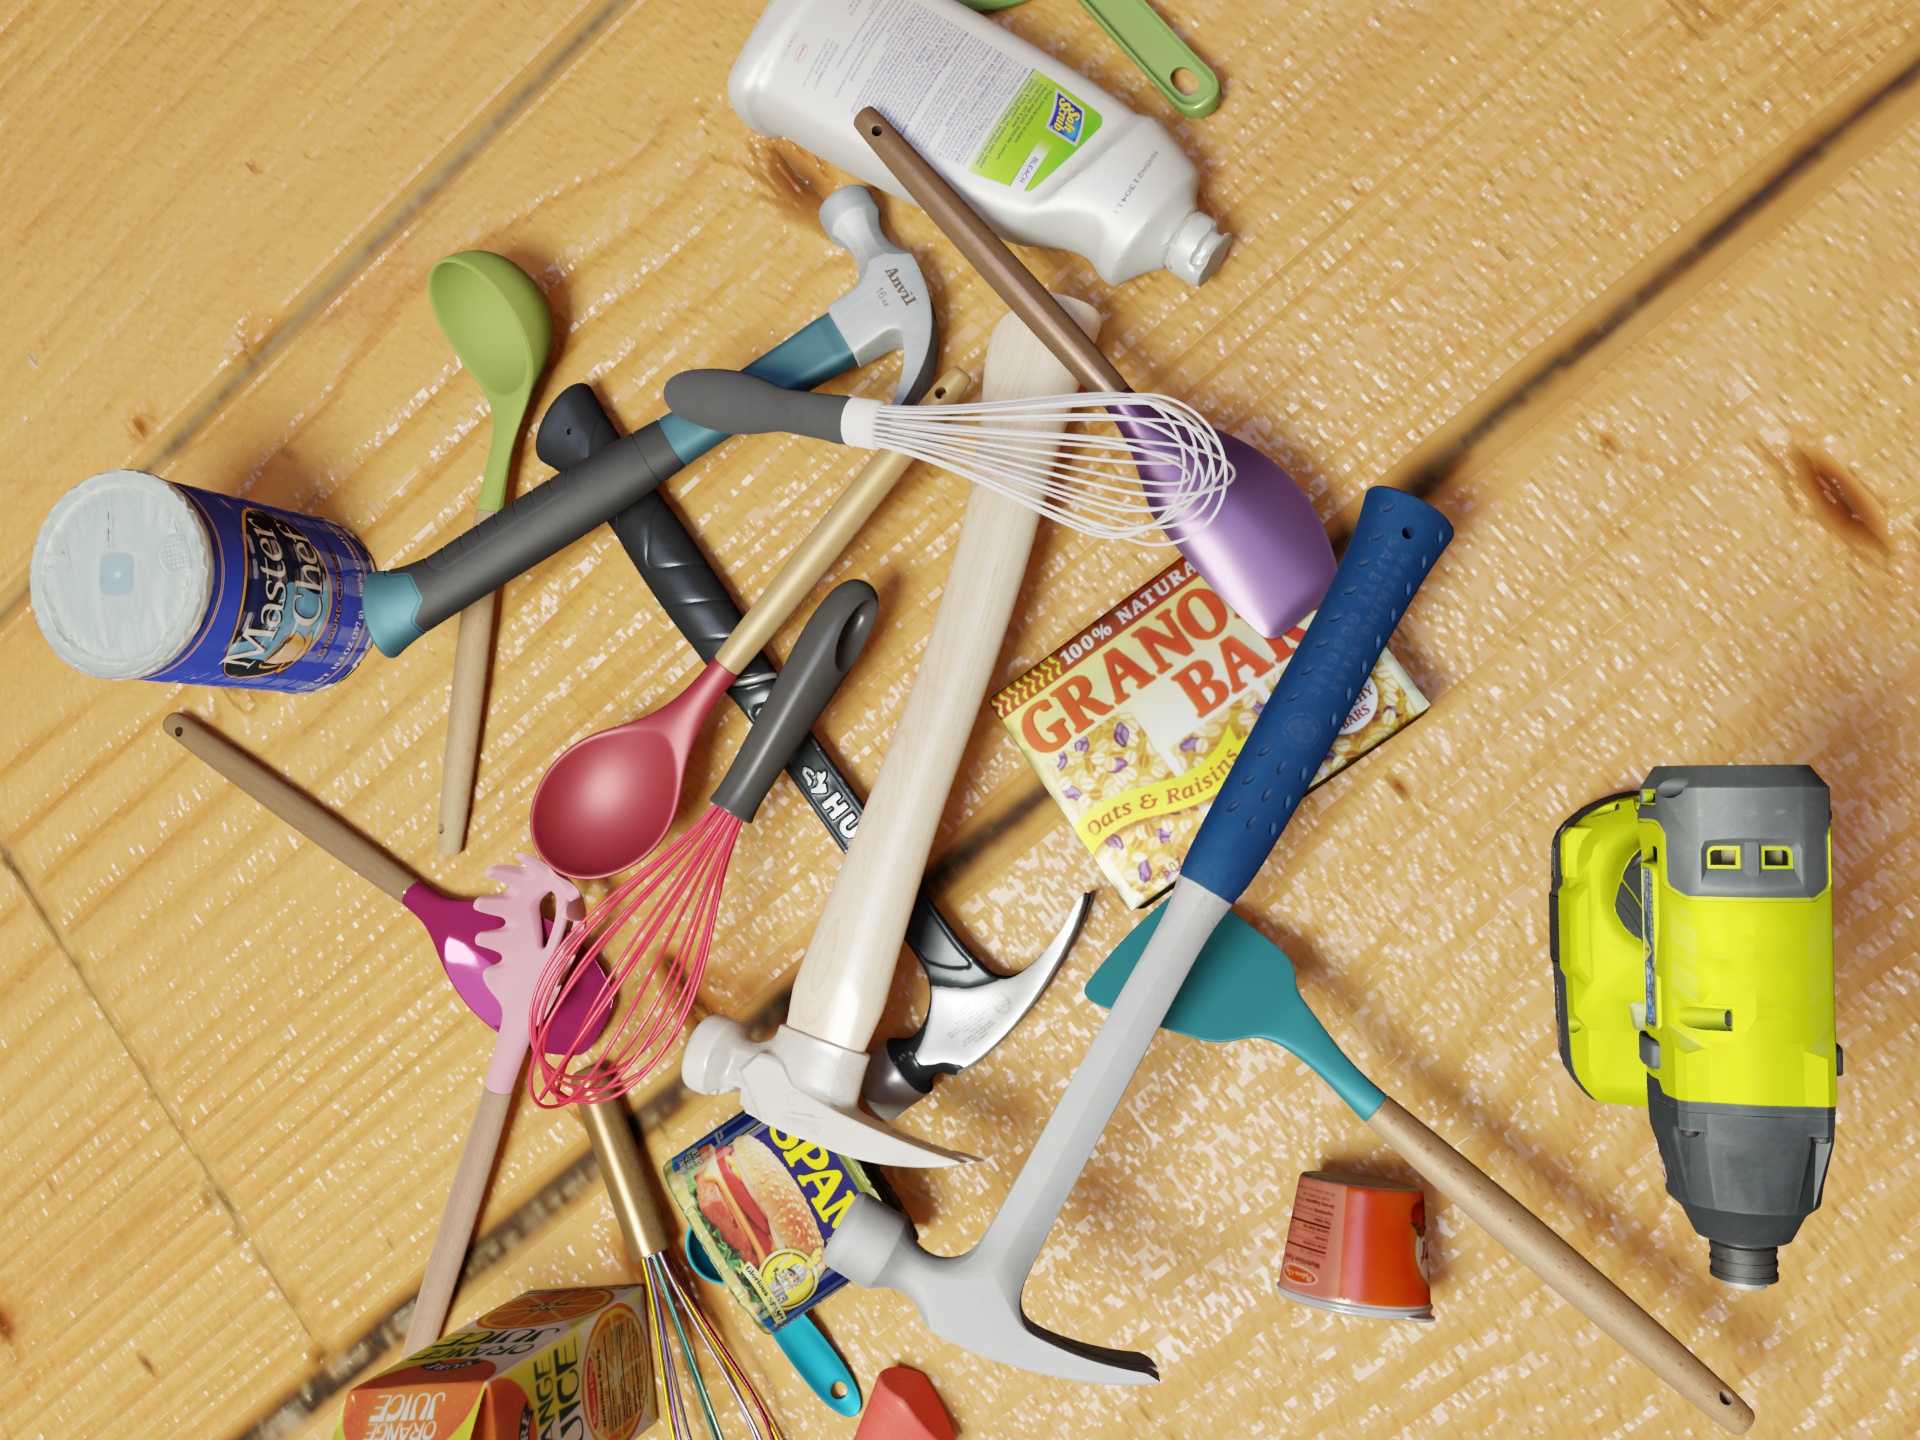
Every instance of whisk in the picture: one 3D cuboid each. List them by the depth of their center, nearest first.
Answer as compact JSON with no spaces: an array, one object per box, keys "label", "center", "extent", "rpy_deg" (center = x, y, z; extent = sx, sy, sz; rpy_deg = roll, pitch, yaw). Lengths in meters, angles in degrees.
[{"label":"whisk","center":[-0.015,-0.130,0.724],"extent":[0.285,0.070,0.070],"rpy_deg":[13,91,21]},{"label":"whisk","center":[-0.121,0.060,0.764],"extent":[0.073,0.073,0.296],"rpy_deg":[31,88,14]},{"label":"whisk","center":[-0.146,0.292,0.811],"extent":[0.047,0.051,0.245],"rpy_deg":[-22,78,-8]}]

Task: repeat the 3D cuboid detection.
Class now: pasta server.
[{"label":"pasta server","center":[-0.254,0.218,0.830],"extent":[0.060,0.040,0.316],"rpy_deg":[22,98,23]}]

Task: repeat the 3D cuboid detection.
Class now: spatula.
[{"label":"spatula","center":[0.198,0.188,0.689],"extent":[0.318,0.044,0.082],"rpy_deg":[41,60,16]},{"label":"spatula","center":[0.058,-0.169,0.735],"extent":[0.060,0.018,0.316],"rpy_deg":[-42,83,6]}]

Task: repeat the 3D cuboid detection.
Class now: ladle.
[{"label":"ladle","center":[-0.100,-0.048,0.779],"extent":[0.069,0.031,0.315],"rpy_deg":[42,98,9]},{"label":"ladle","center":[-0.265,-0.087,0.847],"extent":[0.078,0.062,0.320],"rpy_deg":[10,94,42]}]

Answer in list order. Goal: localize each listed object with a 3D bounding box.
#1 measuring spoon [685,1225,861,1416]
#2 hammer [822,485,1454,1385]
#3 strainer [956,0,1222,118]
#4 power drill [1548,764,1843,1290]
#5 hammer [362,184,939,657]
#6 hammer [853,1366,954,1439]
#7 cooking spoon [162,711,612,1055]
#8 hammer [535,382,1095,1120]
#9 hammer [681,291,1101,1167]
[{"label":"measuring spoon","center":[-0.091,0.298,0.807],"extent":[0.042,0.021,0.128],"rpy_deg":[-37,88,-4]},{"label":"hammer","center":[0.104,0.085,0.678],"extent":[0.144,0.035,0.405],"rpy_deg":[30,84,4]},{"label":"strainer","center":[0.038,-0.395,0.771],"extent":[0.151,0.069,0.256],"rpy_deg":[-40,77,10]},{"label":"power drill","center":[0.278,0.104,0.608],"extent":[0.080,0.223,0.171],"rpy_deg":[-1,88,15]},{"label":"hammer","center":[-0.158,-0.134,0.802],"extent":[0.331,0.033,0.128],"rpy_deg":[-31,76,2]},{"label":"hammer","center":[-0.092,0.489,0.786],"extent":[0.149,0.036,0.359],"rpy_deg":[19,93,15]},{"label":"cooking spoon","center":[-0.320,0.081,0.872],"extent":[0.319,0.017,0.069],"rpy_deg":[32,98,13]},{"label":"hammer","center":[-0.093,-0.008,0.808],"extent":[0.149,0.036,0.409],"rpy_deg":[-38,79,9]},{"label":"hammer","center":[-0.001,-0.002,0.743],"extent":[0.146,0.038,0.411],"rpy_deg":[16,84,23]}]
